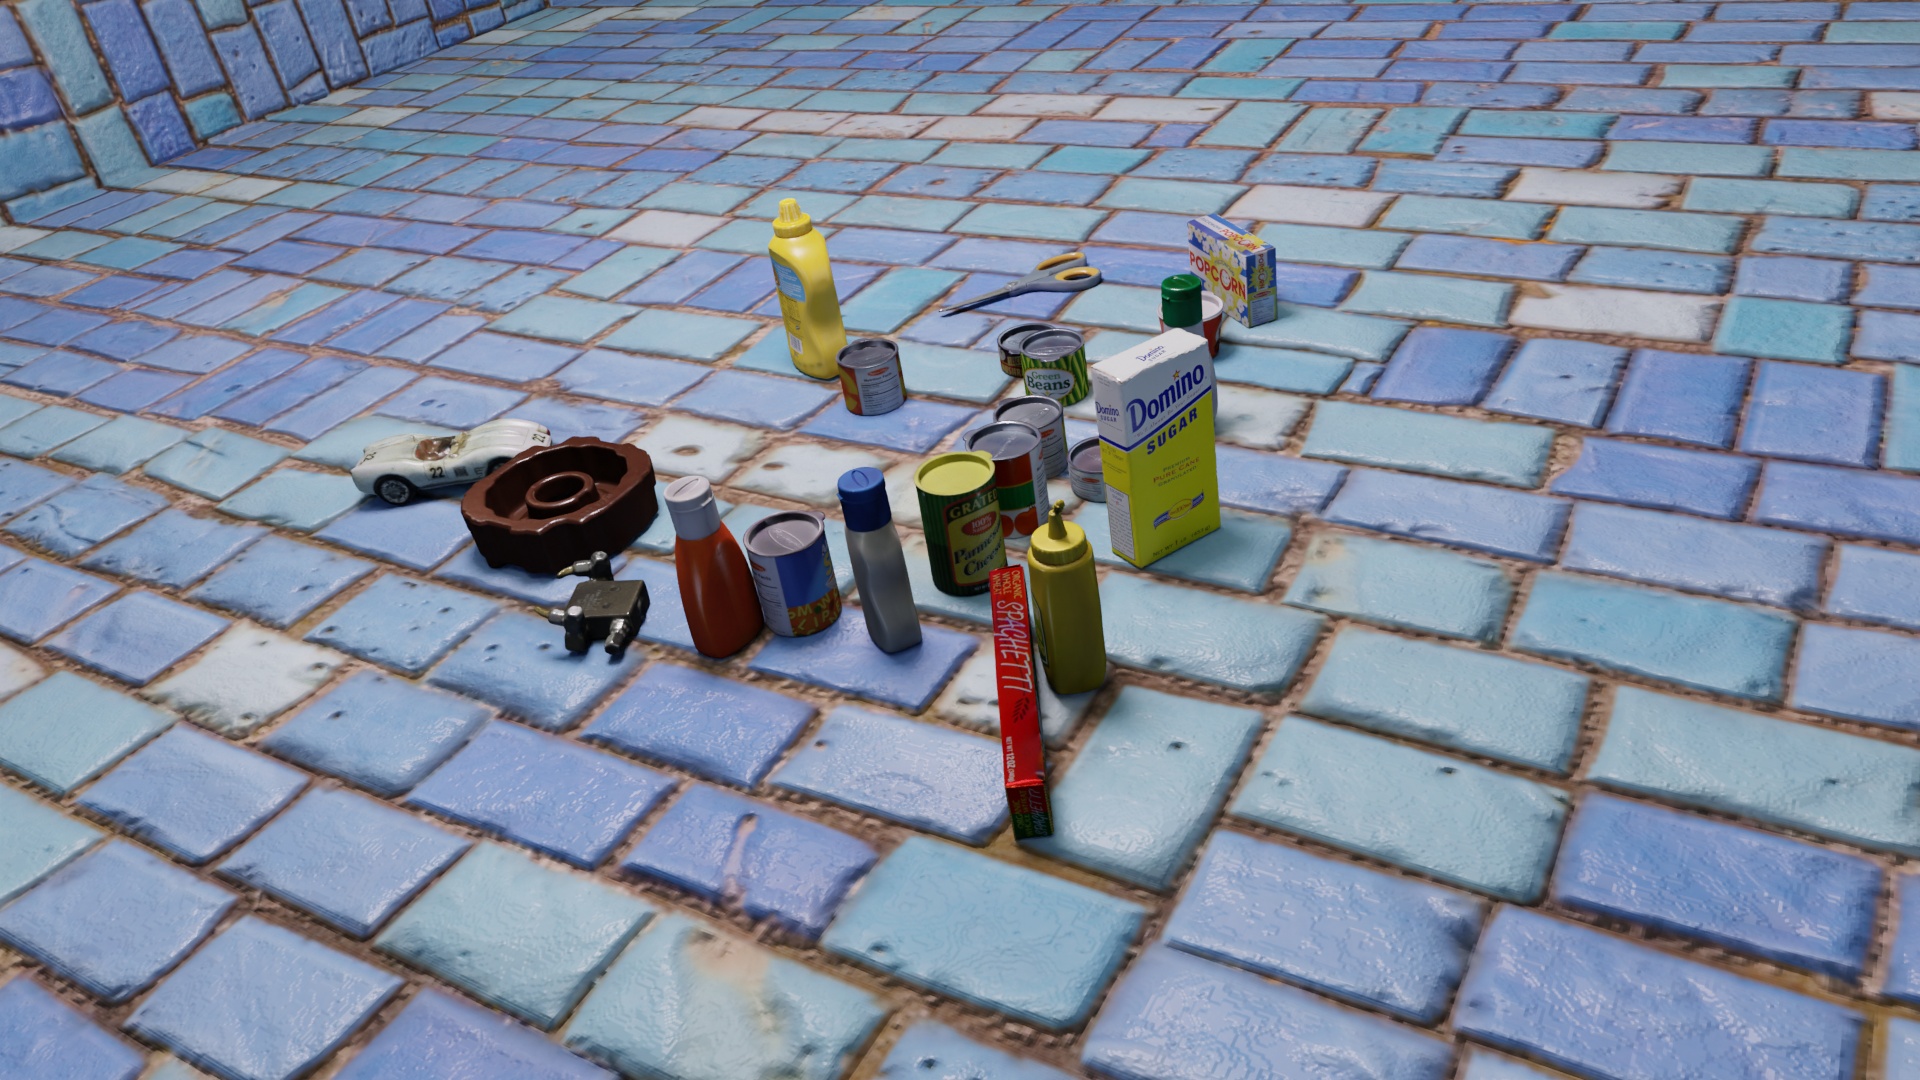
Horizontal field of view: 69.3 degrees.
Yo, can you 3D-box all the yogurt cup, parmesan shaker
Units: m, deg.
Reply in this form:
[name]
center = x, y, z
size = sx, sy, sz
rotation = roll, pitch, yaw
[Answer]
[yogurt cup]
center = 0.239, -0.219, 1.439
size = 0.072, 0.053, 0.073
rotation = -7, 34, 5
[parmesan shaker]
center = 0.004, -0.014, 1.150
size = 0.071, 0.102, 0.072
rotation = -7, 33, 5

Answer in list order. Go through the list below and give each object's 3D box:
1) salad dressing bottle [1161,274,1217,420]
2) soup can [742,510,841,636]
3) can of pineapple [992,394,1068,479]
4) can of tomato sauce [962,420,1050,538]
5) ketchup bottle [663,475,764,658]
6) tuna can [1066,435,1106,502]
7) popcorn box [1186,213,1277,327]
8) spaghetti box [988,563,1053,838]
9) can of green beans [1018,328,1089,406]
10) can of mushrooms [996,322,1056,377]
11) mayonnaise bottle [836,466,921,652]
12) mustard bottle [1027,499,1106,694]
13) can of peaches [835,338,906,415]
[salad dressing bottle]
center = 0.210, -0.173, 1.294
size = 0.044, 0.147, 0.064
rotation = -24, 36, -20
[soup can]
center = -0.134, 0.026, 1.142
size = 0.071, 0.083, 0.072
rotation = -7, 34, 5
[can of pineapple]
center = 0.066, -0.096, 1.297
size = 0.071, 0.057, 0.071
rotation = -7, 34, 5
[can of tomato sauce]
center = 0.040, -0.053, 1.216
size = 0.071, 0.082, 0.071
rotation = -7, 34, 5
[ketchup bottle]
center = -0.200, 0.020, 1.109
size = 0.043, 0.148, 0.065
rotation = 14, 40, 31
[tuna can]
center = 0.132, -0.066, 1.258
size = 0.071, 0.032, 0.071
rotation = -7, 34, 5
[popcorn box]
center = 0.294, -0.295, 1.510
size = 0.038, 0.084, 0.127
rotation = -19, 35, -14
[spaghetti box]
center = 0.042, 0.108, 1.006
size = 0.029, 0.050, 0.251
rotation = -8, 34, 3
[can of green beans]
center = 0.095, -0.174, 1.406
size = 0.071, 0.057, 0.071
rotation = -7, 34, 5
[can of mushrooms]
center = 0.072, -0.201, 1.473
size = 0.071, 0.033, 0.071
rotation = -7, 34, 5
[mayonnaise bottle]
center = -0.064, 0.014, 1.085
size = 0.041, 0.147, 0.065
rotation = -19, 34, -14
[mustard bottle]
center = 0.075, 0.036, 1.005
size = 0.049, 0.159, 0.065
rotation = -12, 33, -3
[can of peaches]
center = -0.093, -0.171, 1.449
size = 0.071, 0.057, 0.071
rotation = -7, 34, 5
